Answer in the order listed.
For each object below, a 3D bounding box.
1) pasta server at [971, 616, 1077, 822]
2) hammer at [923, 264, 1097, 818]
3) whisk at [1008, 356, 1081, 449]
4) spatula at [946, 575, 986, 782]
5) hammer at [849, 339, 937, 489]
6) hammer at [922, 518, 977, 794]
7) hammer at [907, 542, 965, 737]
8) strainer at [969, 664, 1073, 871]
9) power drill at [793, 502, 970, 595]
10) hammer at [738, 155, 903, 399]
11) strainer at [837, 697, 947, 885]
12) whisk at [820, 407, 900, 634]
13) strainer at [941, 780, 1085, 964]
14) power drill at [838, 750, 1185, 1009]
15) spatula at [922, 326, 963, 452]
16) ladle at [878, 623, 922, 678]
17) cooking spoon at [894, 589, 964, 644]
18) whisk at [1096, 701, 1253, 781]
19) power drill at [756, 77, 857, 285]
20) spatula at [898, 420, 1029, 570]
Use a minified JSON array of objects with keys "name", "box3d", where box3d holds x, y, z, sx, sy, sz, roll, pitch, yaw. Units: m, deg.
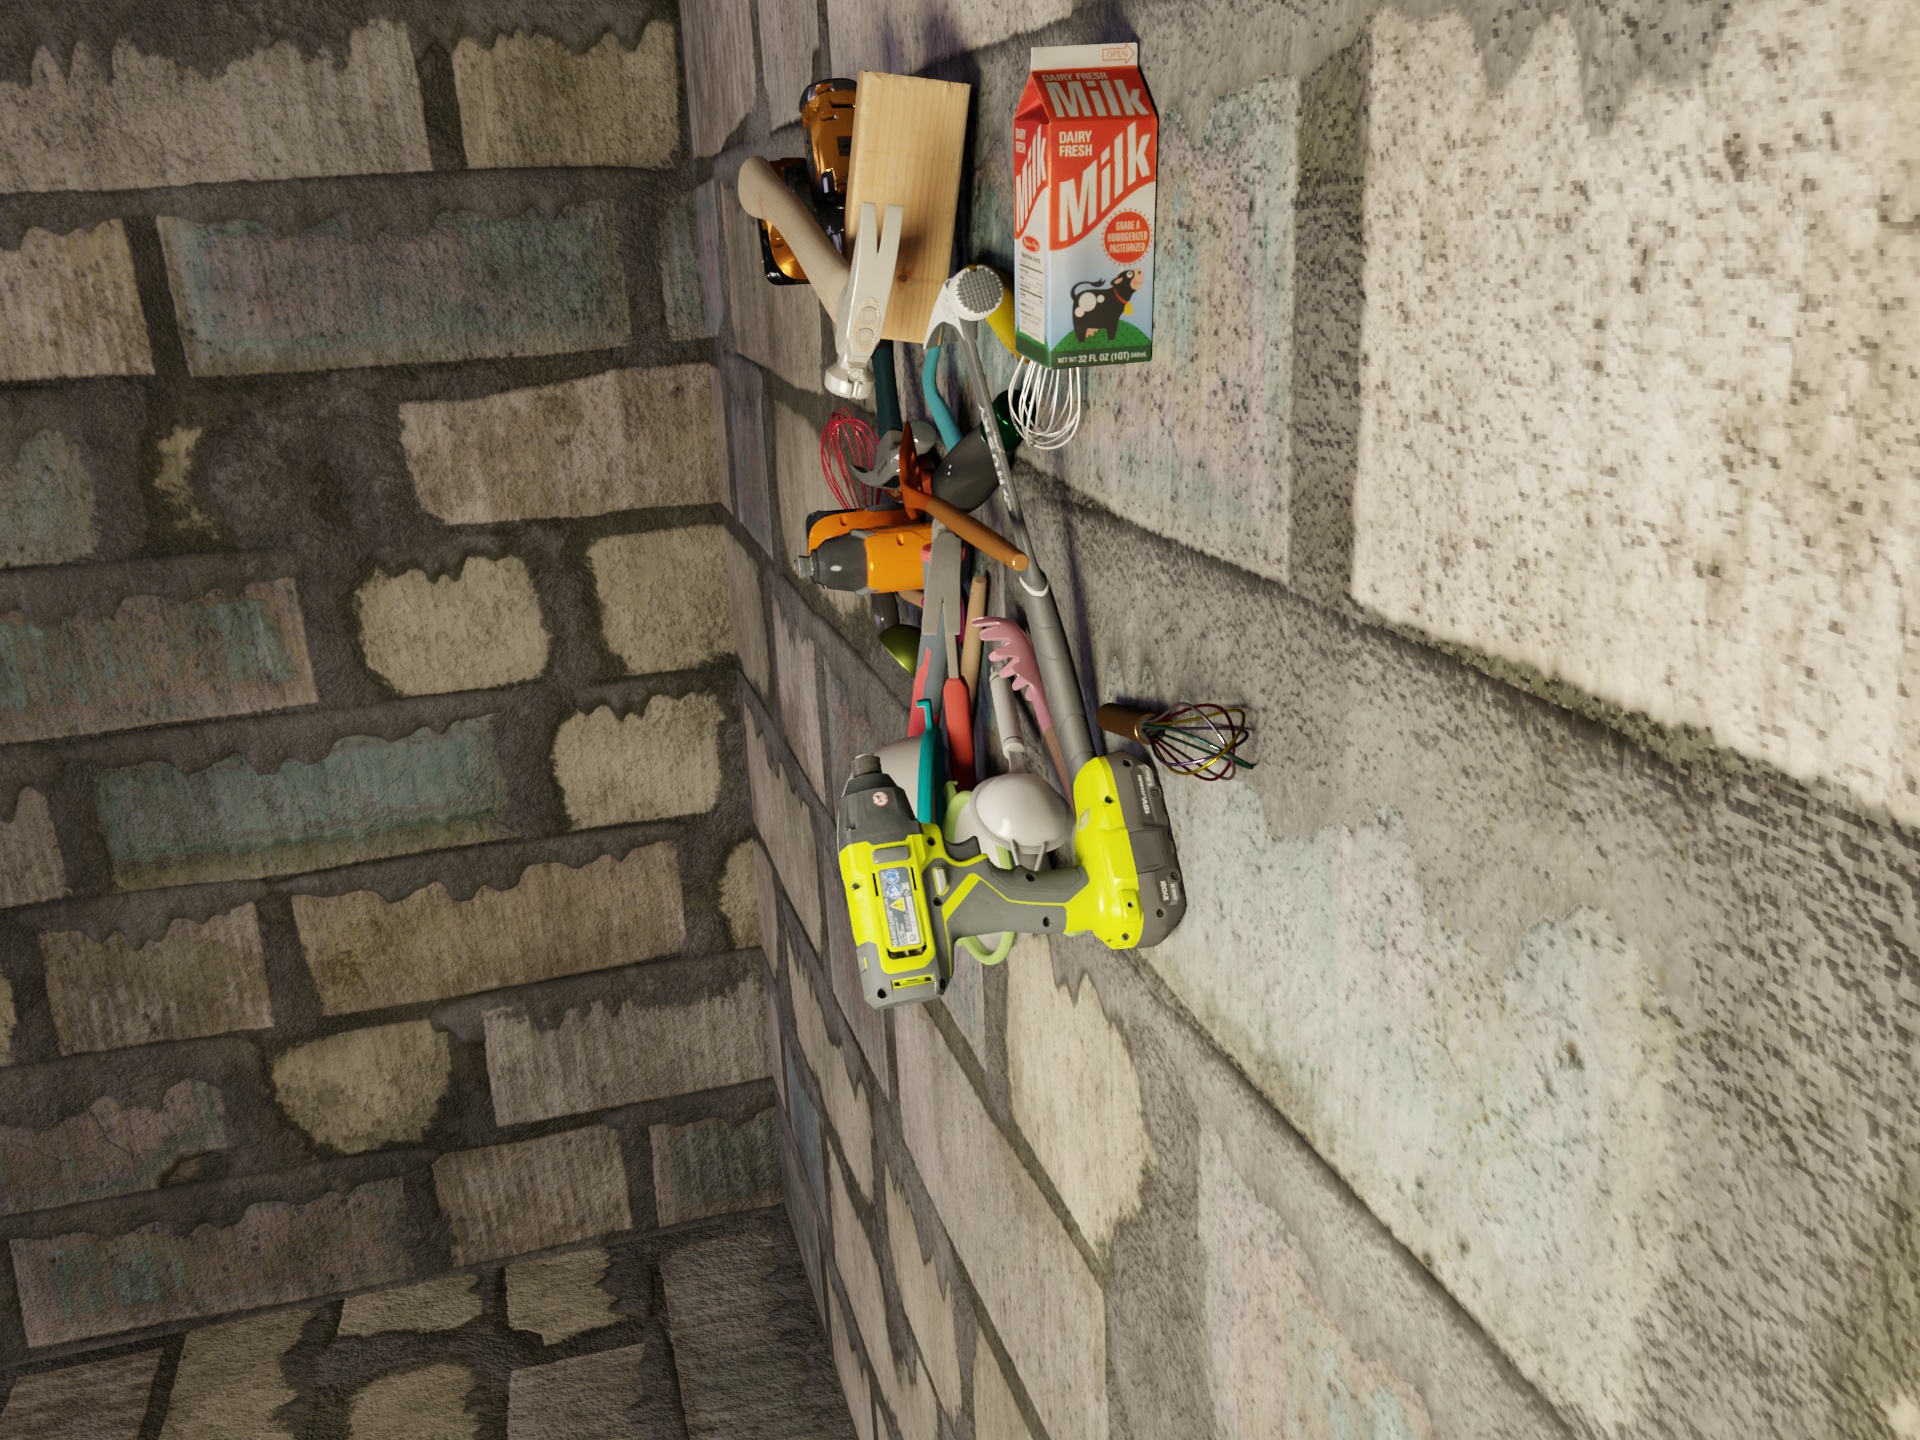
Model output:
[{"name":"pasta server","box3d":[0.075,0.033,1.268,0.060,0.040,0.317,60,-172,-54]},{"name":"hammer","box3d":[0.047,-0.121,1.175,0.149,0.036,0.409,-158,52,-77]},{"name":"whisk","box3d":[0.071,-0.301,1.105,0.059,0.058,0.246,25,128,22]},{"name":"spatula","box3d":[0.006,-0.016,1.544,0.315,0.018,0.060,96,156,-45]},{"name":"hammer","box3d":[-0.078,-0.375,1.587,0.128,0.033,0.331,-44,46,51]},{"name":"hammer","box3d":[-0.002,-0.005,1.425,0.358,0.036,0.149,85,-174,-45]},{"name":"hammer","box3d":[-0.023,-0.014,1.538,0.143,0.038,0.386,51,150,31]},{"name":"strainer","box3d":[0.045,0.027,1.330,0.259,0.087,0.050,-99,18,-53]},{"name":"power drill","box3d":[-0.094,-0.166,1.571,0.227,0.164,0.084,-143,48,-73]},{"name":"hammer","box3d":[-0.129,-0.416,1.338,0.411,0.038,0.146,-120,37,-51]},{"name":"strainer","box3d":[-0.062,0.144,1.509,0.340,0.095,0.211,87,-176,-56]},{"name":"whisk","box3d":[-0.104,-0.218,1.762,0.073,0.073,0.296,115,145,-64]},{"name":"strainer","box3d":[0.061,0.137,1.331,0.256,0.069,0.151,-165,70,-66]},{"name":"power drill","box3d":[0.029,0.096,1.099,0.080,0.223,0.171,127,133,-69]},{"name":"spatula","box3d":[-0.010,-0.381,1.423,0.082,0.044,0.317,-134,44,-69]},{"name":"ladle","box3d":[-0.050,0.039,1.719,0.078,0.062,0.320,-125,28,-53]},{"name":"cooking spoon","box3d":[-0.042,-0.128,1.672,0.319,0.017,0.068,-144,51,-70]},{"name":"whisk","box3d":[0.134,0.006,1.038,0.245,0.051,0.047,-156,80,-78]},{"name":"power drill","box3d":[-0.130,-0.476,1.506,0.226,0.084,0.185,175,87,-71]},{"name":"spatula","box3d":[-0.003,-0.163,1.227,0.323,0.041,0.081,-135,31,-62]}]
